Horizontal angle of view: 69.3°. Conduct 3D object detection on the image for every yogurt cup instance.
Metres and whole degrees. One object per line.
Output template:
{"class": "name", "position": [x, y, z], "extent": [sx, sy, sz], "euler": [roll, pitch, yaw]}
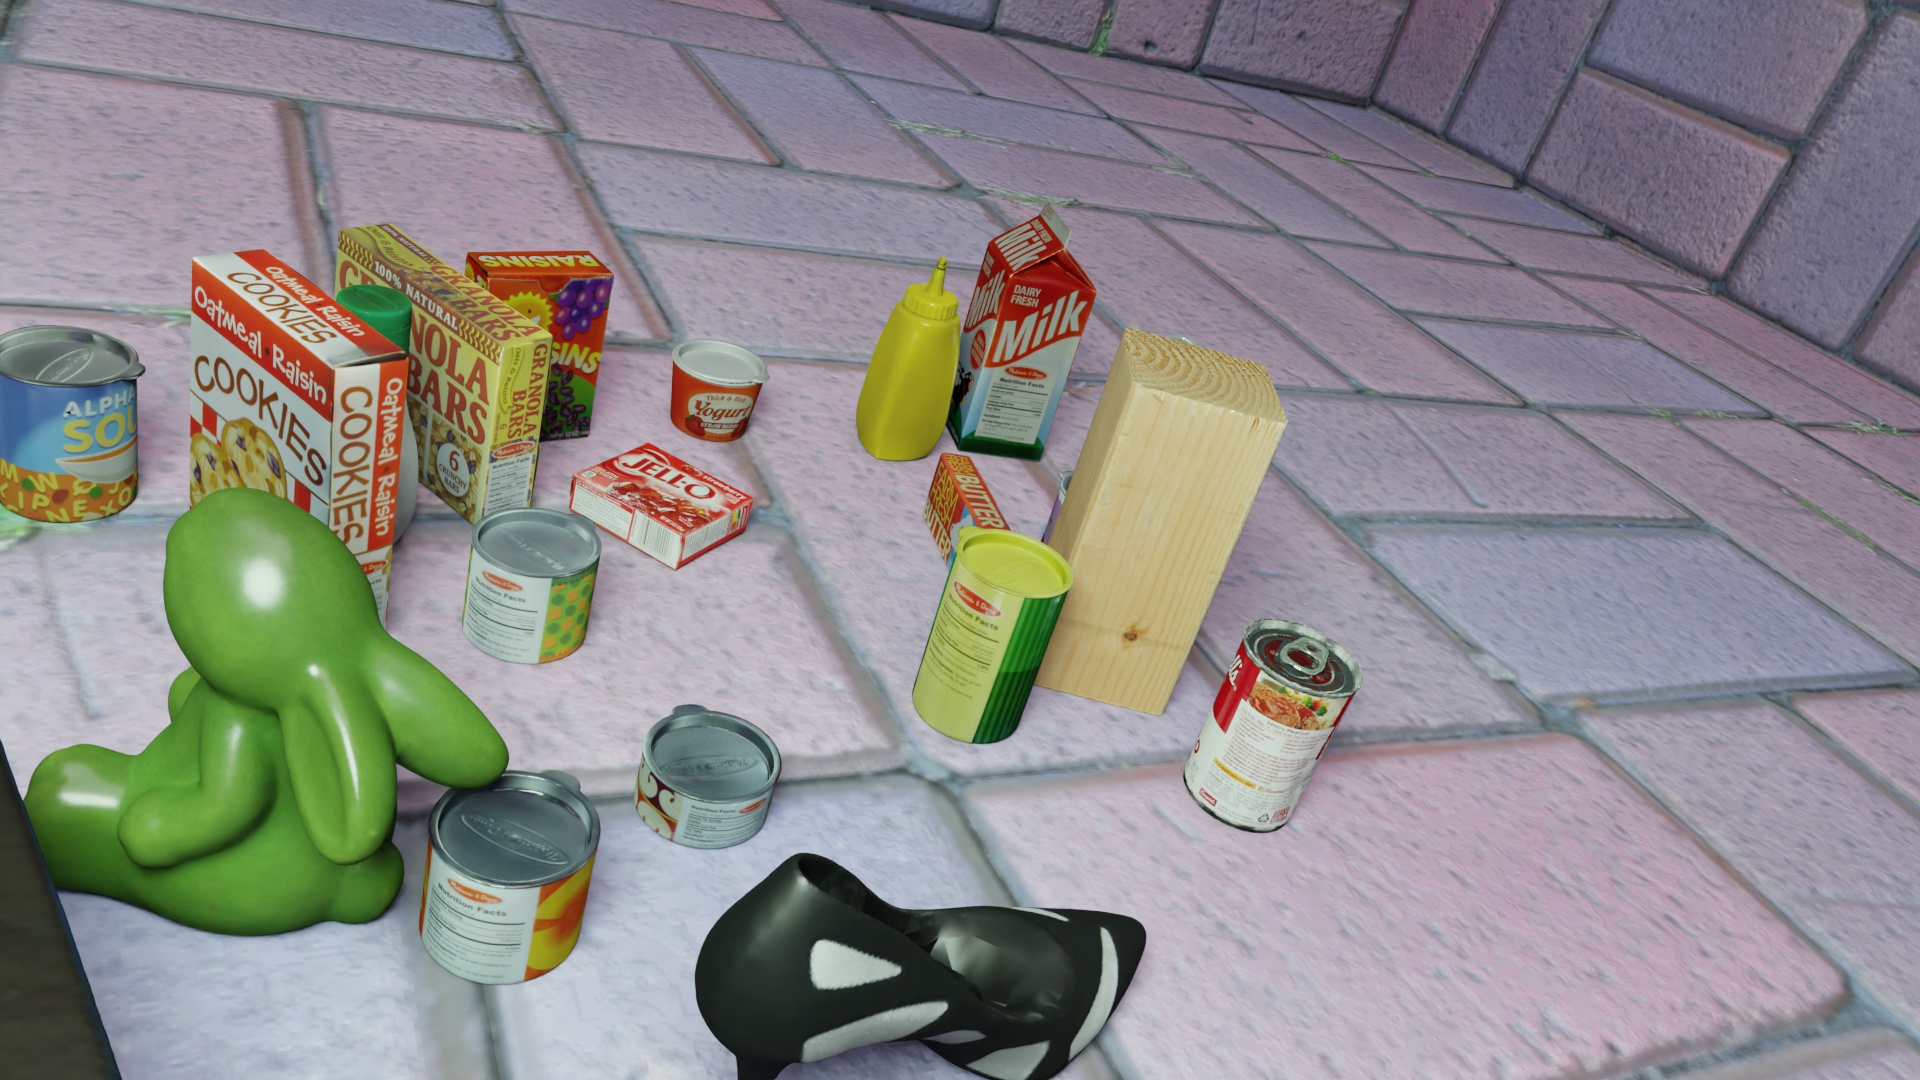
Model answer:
{"class": "yogurt cup", "position": [-0.177, -0.107, 0.999], "extent": [0.072, 0.053, 0.073], "euler": [14, 29, -8]}

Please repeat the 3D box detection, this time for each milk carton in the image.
{"class": "milk carton", "position": [0.048, -0.164, 1.081], "extent": [0.073, 0.189, 0.072], "euler": [7, 30, -19]}

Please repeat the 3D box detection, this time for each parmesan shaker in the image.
{"class": "parmesan shaker", "position": [0.014, 0.052, 0.779], "extent": [0.071, 0.102, 0.071], "euler": [14, 29, -8]}

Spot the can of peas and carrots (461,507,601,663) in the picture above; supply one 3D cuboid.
{"class": "can of peas and carrots", "position": [-0.228, 0.023, 0.742], "extent": [0.071, 0.058, 0.071], "euler": [14, 29, -8]}

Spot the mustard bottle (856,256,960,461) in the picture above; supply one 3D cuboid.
{"class": "mustard bottle", "position": [-0.031, -0.136, 1.020], "extent": [0.065, 0.159, 0.049], "euler": [-4, 35, -34]}

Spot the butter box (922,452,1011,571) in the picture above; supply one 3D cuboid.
{"class": "butter box", "position": [0.003, -0.012, 0.935], "extent": [0.024, 0.052, 0.104], "euler": [5, 31, -22]}

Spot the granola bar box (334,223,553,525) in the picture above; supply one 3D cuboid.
{"class": "granola bar box", "position": [-0.317, -0.101, 0.840], "extent": [0.166, 0.123, 0.039], "euler": [33, 32, 26]}

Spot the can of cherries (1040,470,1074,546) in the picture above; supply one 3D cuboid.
{"class": "can of cherries", "position": [0.091, -0.008, 0.971], "extent": [0.071, 0.058, 0.072], "euler": [14, 29, -8]}

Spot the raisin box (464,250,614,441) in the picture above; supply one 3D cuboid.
{"class": "raisin box", "position": [-0.279, -0.124, 0.901], "extent": [0.086, 0.122, 0.040], "euler": [-10, 39, -40]}

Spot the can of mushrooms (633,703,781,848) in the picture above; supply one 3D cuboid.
{"class": "can of mushrooms", "position": [-0.123, 0.113, 0.670], "extent": [0.071, 0.033, 0.071], "euler": [14, 29, -8]}

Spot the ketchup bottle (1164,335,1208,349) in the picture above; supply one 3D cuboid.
{"class": "ketchup bottle", "position": [0.144, -0.078, 1.028], "extent": [0.043, 0.148, 0.065], "euler": [9, 30, -16]}

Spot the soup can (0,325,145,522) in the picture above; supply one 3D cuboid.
{"class": "soup can", "position": [-0.466, -0.060, 0.728], "extent": [0.071, 0.083, 0.072], "euler": [14, 29, -8]}

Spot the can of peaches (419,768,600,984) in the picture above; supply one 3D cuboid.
{"class": "can of peaches", "position": [-0.184, 0.136, 0.571], "extent": [0.071, 0.057, 0.071], "euler": [14, 29, -8]}

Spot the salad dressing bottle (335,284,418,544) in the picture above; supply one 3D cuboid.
{"class": "salad dressing bottle", "position": [-0.321, -0.064, 0.749], "extent": [0.064, 0.147, 0.044], "euler": [27, 30, 16]}

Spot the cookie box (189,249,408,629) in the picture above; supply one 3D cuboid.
{"class": "cookie box", "position": [-0.330, -0.042, 0.687], "extent": [0.123, 0.166, 0.040], "euler": [33, 32, 25]}
